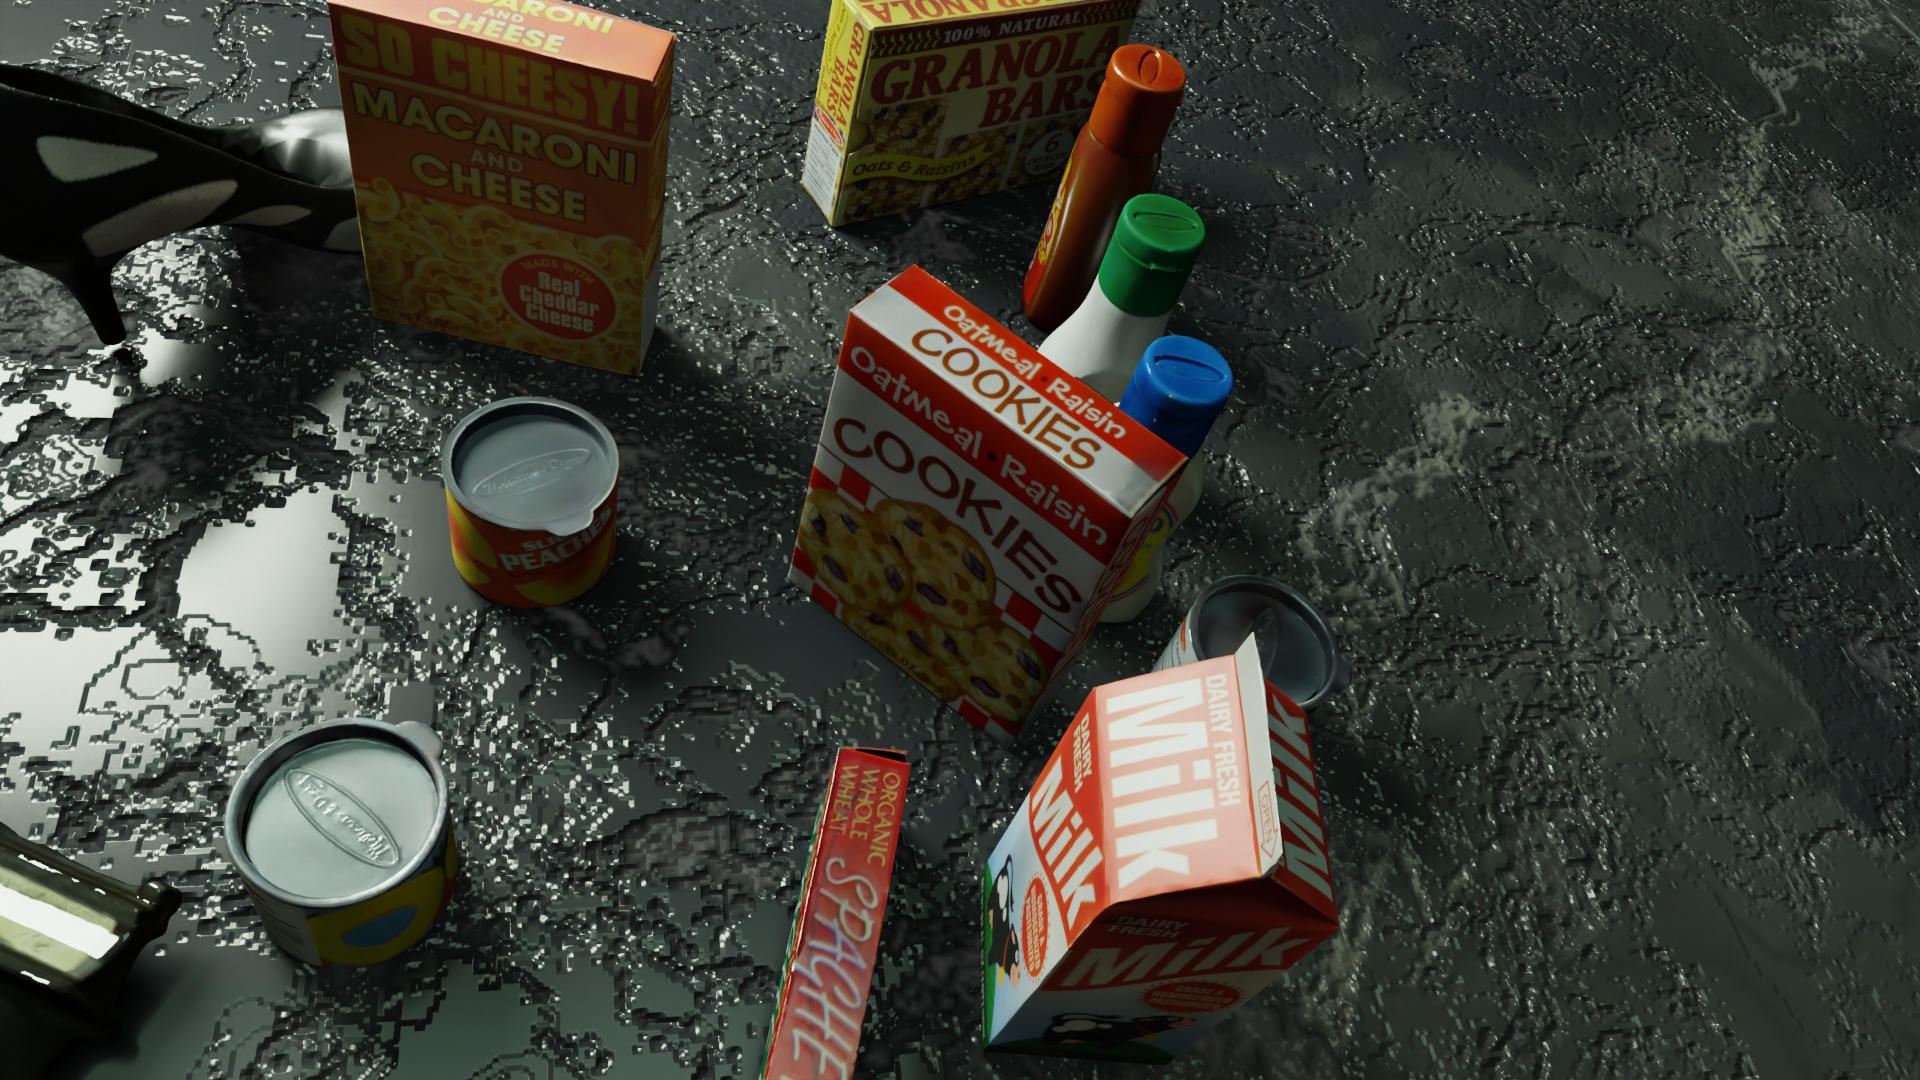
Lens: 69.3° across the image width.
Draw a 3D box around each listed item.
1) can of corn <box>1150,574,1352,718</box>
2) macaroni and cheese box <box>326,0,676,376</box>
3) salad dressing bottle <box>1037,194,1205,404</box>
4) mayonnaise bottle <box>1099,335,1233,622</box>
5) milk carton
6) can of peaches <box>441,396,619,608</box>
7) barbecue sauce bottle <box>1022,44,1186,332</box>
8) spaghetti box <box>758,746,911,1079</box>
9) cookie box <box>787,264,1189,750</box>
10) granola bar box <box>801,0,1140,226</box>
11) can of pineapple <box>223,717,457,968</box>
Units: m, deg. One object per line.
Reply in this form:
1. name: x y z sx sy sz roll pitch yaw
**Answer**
1. can of corn: 0.121 0.059 0.589 0.071 0.058 0.071 8 53 -10
2. macaroni and cheese box: -0.189 -0.151 0.587 0.124 0.165 0.040 12 52 -7
3. salad dressing bottle: 0.069 -0.088 0.627 0.064 0.146 0.044 6 53 -12
4. mayonnaise bottle: 0.069 -0.022 0.577 0.065 0.147 0.041 13 52 -7
5. milk carton: 0.063 0.108 0.451 0.073 0.189 0.073 8 53 -10
6. can of peaches: -0.171 -0.013 0.558 0.071 0.057 0.071 8 53 -10
7. barbecue sauce bottle: 0.070 -0.173 0.690 0.044 0.147 0.065 19 51 -2
8. spaghetti box: -0.052 0.185 0.450 0.029 0.050 0.251 14 52 -6
9. cookie box: 0.002 -0.007 0.534 0.123 0.166 0.040 37 53 12
10. granola bar box: 0.005 -0.238 0.735 0.166 0.123 0.039 -20 62 -28
11. can of pineapple: -0.202 0.101 0.464 0.071 0.057 0.071 8 53 -10
